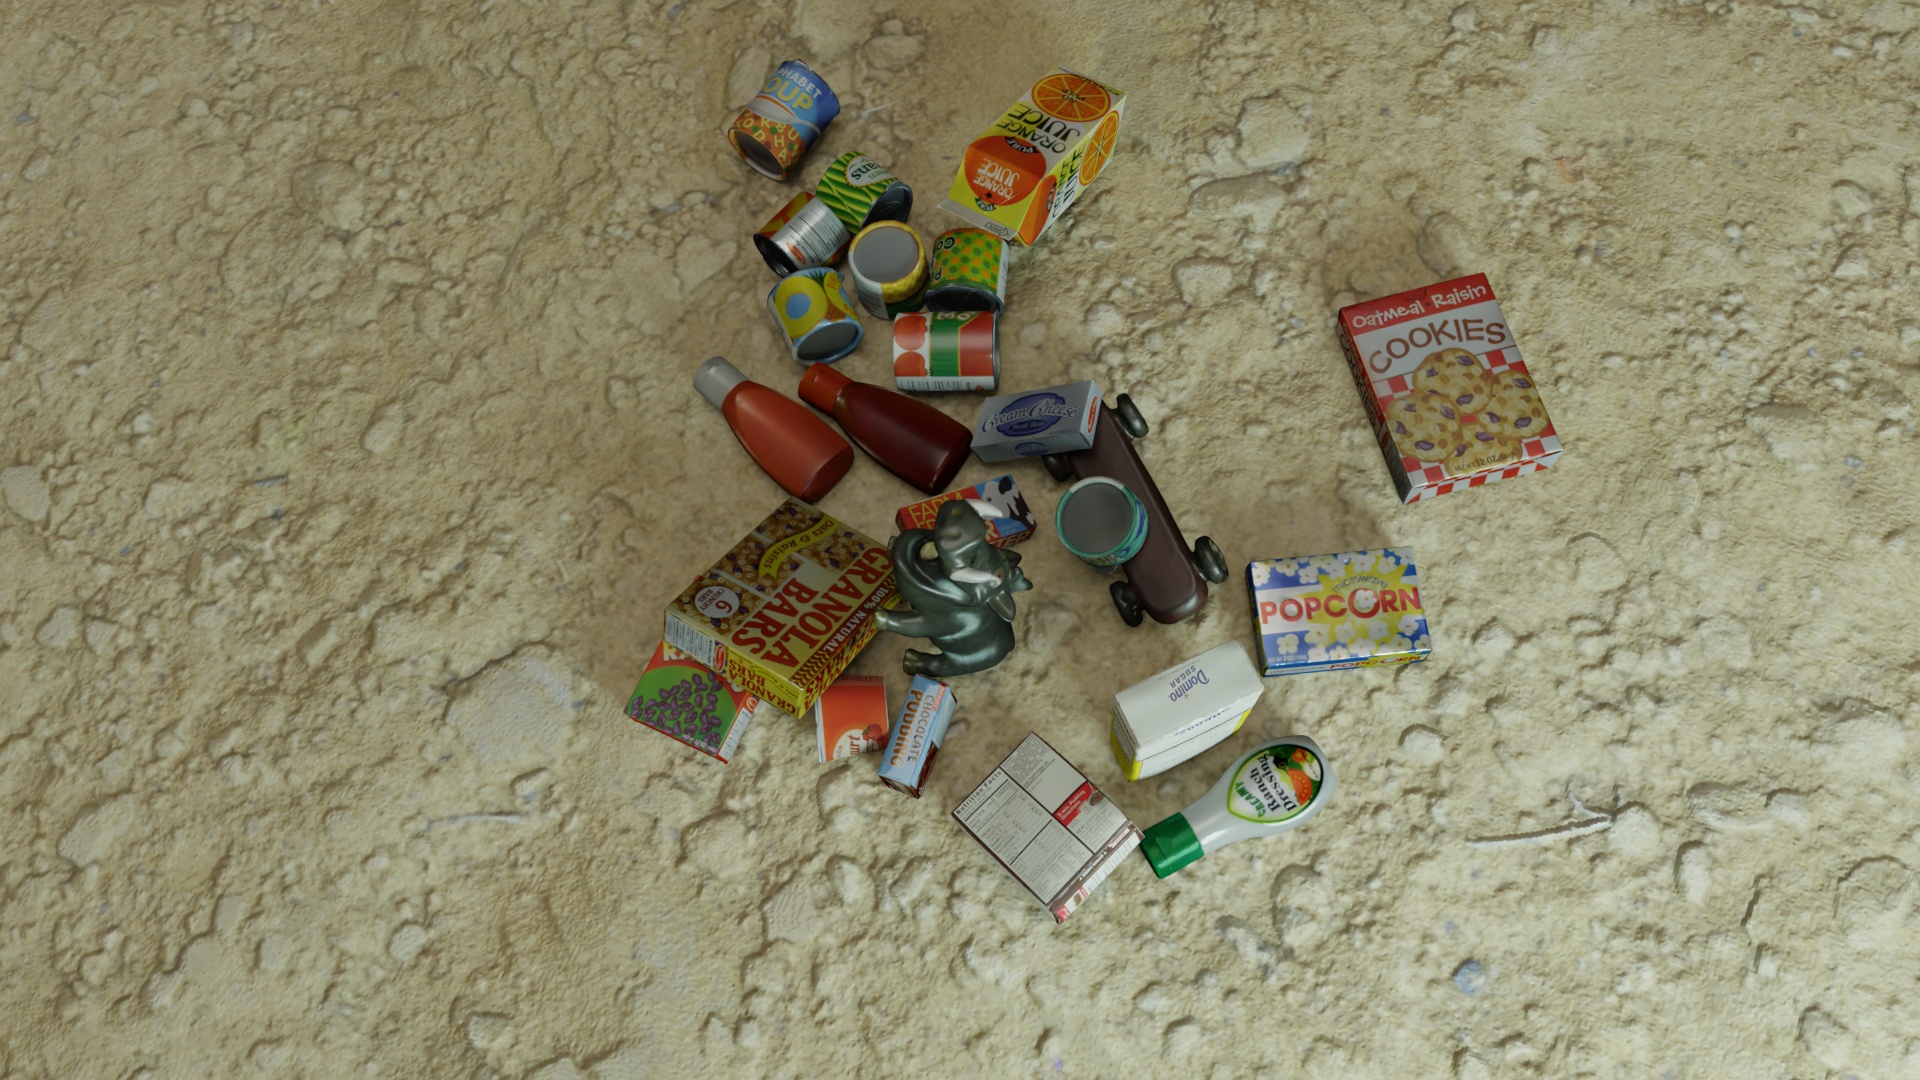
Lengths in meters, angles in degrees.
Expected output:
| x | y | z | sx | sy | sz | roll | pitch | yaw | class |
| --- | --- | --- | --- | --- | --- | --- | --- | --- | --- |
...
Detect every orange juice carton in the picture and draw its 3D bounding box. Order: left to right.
| x | y | z | sx | sy | sz | roll | pitch | yaw | class |
| --- | --- | --- | --- | --- | --- | --- | --- | --- | --- |
| 0.060 | -0.317 | 1.172 | 0.072 | 0.072 | 0.194 | 29 | 55 | 15 | orange juice carton |

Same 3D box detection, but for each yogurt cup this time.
| x | y | z | sx | sy | sz | roll | pitch | yaw | class |
| --- | --- | --- | --- | --- | --- | --- | --- | --- | --- |
| -0.083 | 0.132 | 1.053 | 0.054 | 0.072 | 0.072 | -5 | 69 | -5 | yogurt cup |

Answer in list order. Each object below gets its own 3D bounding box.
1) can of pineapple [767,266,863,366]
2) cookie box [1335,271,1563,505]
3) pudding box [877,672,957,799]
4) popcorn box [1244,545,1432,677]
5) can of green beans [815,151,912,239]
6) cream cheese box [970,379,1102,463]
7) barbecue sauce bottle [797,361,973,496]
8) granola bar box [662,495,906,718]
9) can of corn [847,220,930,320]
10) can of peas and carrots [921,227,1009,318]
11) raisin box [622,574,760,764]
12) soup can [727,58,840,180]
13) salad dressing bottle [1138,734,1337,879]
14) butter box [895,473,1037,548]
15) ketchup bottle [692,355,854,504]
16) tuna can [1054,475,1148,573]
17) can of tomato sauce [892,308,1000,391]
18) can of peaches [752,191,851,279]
| x | y | z | sx | sy | sz | roll | pitch | yaw | class |
| --- | --- | --- | --- | --- | --- | --- | --- | --- | --- |
| -0.121 | -0.189 | 1.174 | 0.071 | 0.070 | 0.058 | -25 | 70 | -4 | can of pineapple |
| 0.390 | -0.125 | 1.119 | 0.123 | 0.040 | 0.168 | -14 | 69 | 0 | cookie box |
| -0.032 | 0.148 | 1.049 | 0.030 | 0.049 | 0.084 | 17 | 72 | 13 | pudding box |
| 0.287 | 0.055 | 1.062 | 0.127 | 0.038 | 0.085 | -6 | 69 | 3 | popcorn box |
| -0.085 | -0.297 | 1.211 | 0.058 | 0.071 | 0.071 | 40 | 78 | 17 | can of green beans |
| 0.061 | -0.095 | 1.111 | 0.103 | 0.024 | 0.053 | -6 | 54 | 34 | cream cheese box |
| -0.066 | -0.098 | 1.148 | 0.149 | 0.043 | 0.065 | 31 | 74 | 16 | barbecue sauce bottle |
| -0.127 | 0.047 | 1.059 | 0.124 | 0.038 | 0.166 | 28 | 43 | 14 | granola bar box |
| -0.058 | -0.233 | 1.189 | 0.071 | 0.058 | 0.071 | -2 | 70 | 4 | can of corn |
| 0.004 | -0.223 | 1.175 | 0.071 | 0.070 | 0.059 | 4 | 69 | 6 | can of peas and carrots |
| -0.194 | 0.100 | 1.087 | 0.086 | 0.040 | 0.123 | 22 | 74 | 13 | raisin box |
| -0.159 | -0.378 | 1.246 | 0.071 | 0.071 | 0.084 | 31 | 76 | 15 | soup can |
| 0.200 | 0.196 | 1.013 | 0.148 | 0.044 | 0.064 | -29 | 70 | -3 | salad dressing bottle |
| 0.004 | -0.014 | 1.103 | 0.104 | 0.024 | 0.053 | -18 | 67 | -24 | butter box |
| -0.160 | -0.097 | 1.155 | 0.149 | 0.043 | 0.065 | 41 | 77 | 17 | ketchup bottle |
| 0.107 | -0.012 | 1.060 | 0.071 | 0.033 | 0.071 | -5 | 75 | 21 | tuna can |
| -0.011 | -0.159 | 1.153 | 0.083 | 0.071 | 0.071 | 0 | 70 | 6 | can of tomato sauce |
| -0.137 | -0.259 | 1.204 | 0.071 | 0.071 | 0.058 | 40 | 78 | 17 | can of peaches |
